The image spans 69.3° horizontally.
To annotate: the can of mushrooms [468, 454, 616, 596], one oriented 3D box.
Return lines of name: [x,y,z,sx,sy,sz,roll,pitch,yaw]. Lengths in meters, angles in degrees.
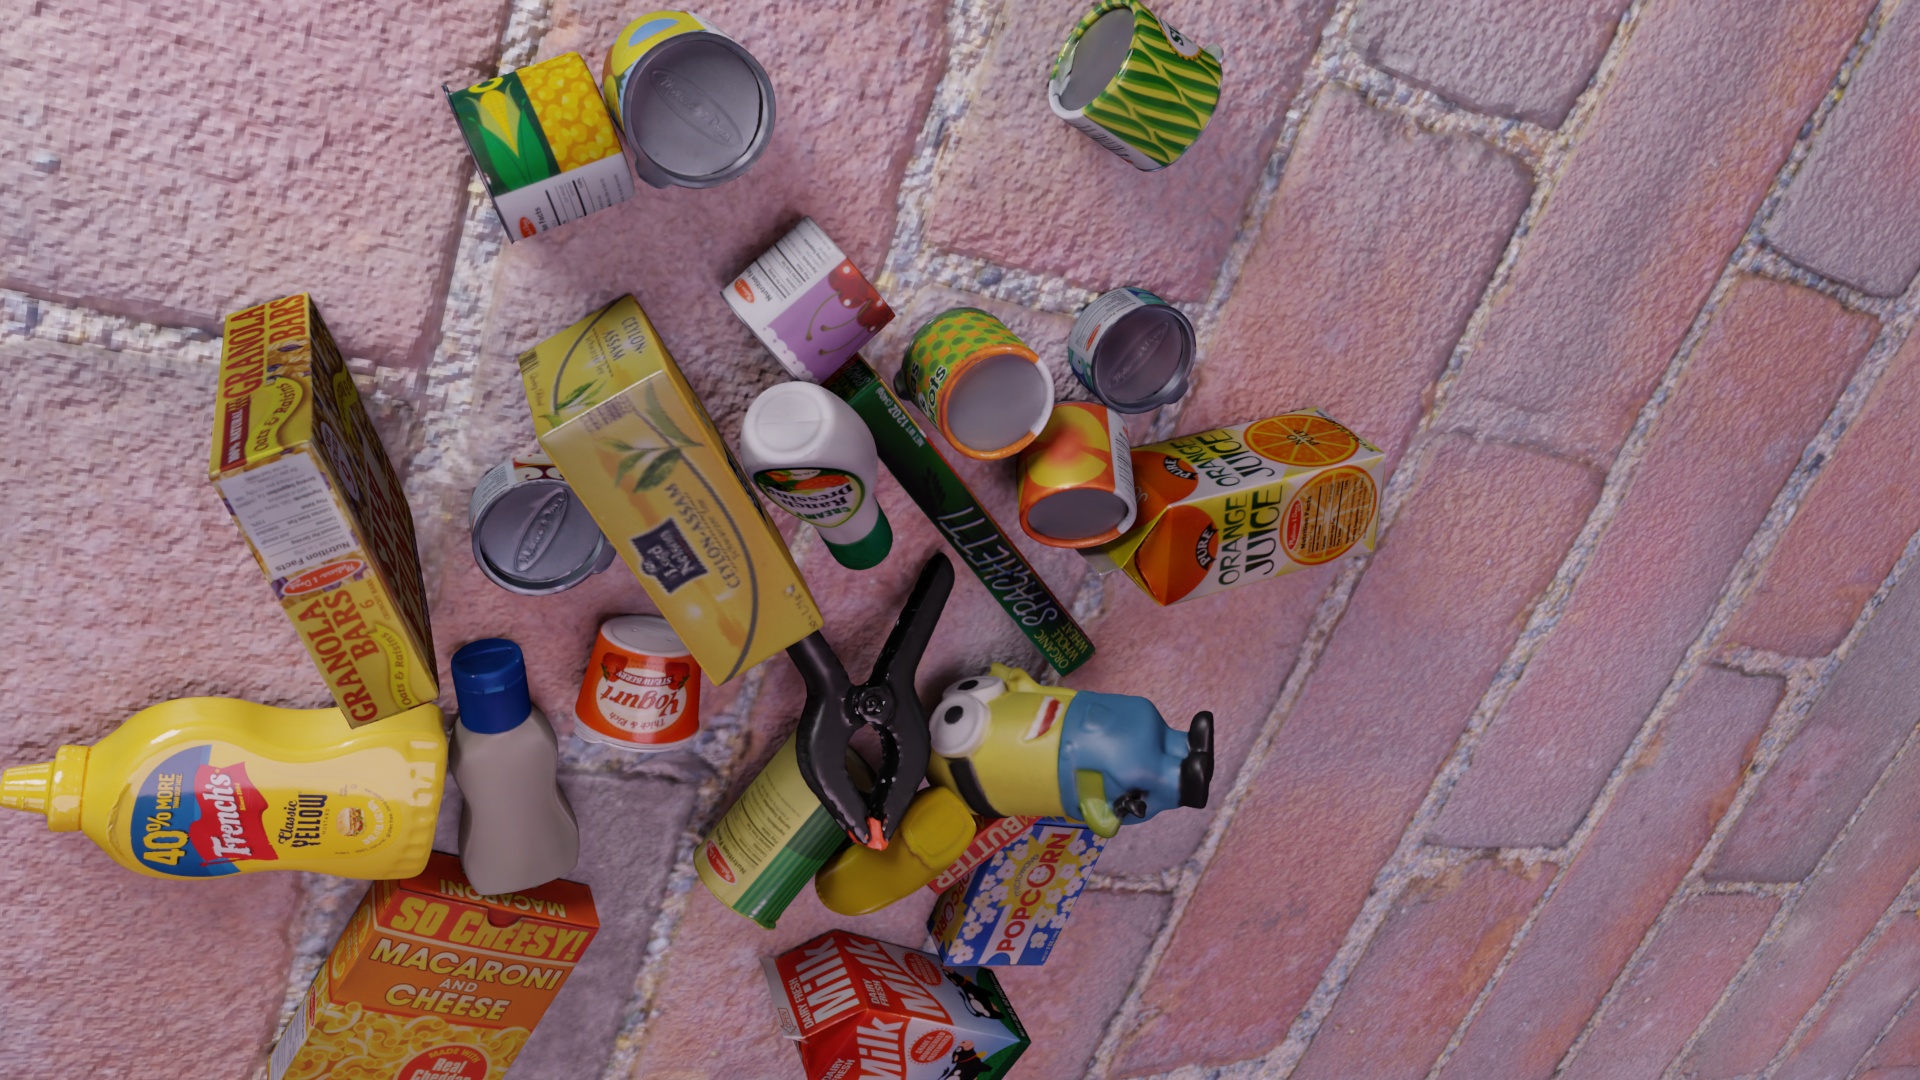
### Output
can of mushrooms: [-0.210,-0.007,0.699,0.071,0.033,0.070,-12,122,-19]

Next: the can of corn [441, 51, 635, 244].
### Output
can of corn: [-0.180,-0.171,0.596,0.058,0.071,0.070,-24,126,-11]

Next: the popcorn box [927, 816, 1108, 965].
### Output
popcorn box: [0.040,0.233,0.957,0.085,0.038,0.126,10,113,-31]

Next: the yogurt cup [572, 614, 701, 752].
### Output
yogurt cup: [-0.171,0.075,0.749,0.072,0.072,0.053,5,108,-27]

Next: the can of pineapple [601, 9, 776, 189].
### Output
can of pineapple: [-0.122,-0.194,0.613,0.071,0.058,0.070,-11,123,-18]

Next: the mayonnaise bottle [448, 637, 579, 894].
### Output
mayonnaise bottle: [-0.247,0.123,0.756,0.065,0.041,0.147,-12,122,-22]

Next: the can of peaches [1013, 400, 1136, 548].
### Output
can of peaches: [0.061,-0.035,0.779,0.071,0.058,0.071,-2,148,-1]

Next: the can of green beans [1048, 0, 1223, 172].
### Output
can of green beans: [0.086,-0.226,0.687,0.058,0.071,0.071,22,108,-33]

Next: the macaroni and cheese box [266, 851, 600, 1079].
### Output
macaroni and cheese box: [-0.307,0.265,0.812,0.123,0.040,0.166,24,106,-35]

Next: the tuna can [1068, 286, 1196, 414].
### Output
tuna can: [0.098,-0.106,0.785,0.071,0.033,0.070,-12,123,-18]

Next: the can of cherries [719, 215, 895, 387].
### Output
can of cherries: [-0.073,-0.114,0.680,0.058,0.072,0.071,-42,127,2]

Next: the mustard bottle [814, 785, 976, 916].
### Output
mustard bottle: [-0.053,0.201,0.861,0.065,0.049,0.159,-34,175,-43]

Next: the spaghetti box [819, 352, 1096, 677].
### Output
spaghetti box: [0.003,-0.010,0.787,0.028,0.050,0.249,-39,127,0]

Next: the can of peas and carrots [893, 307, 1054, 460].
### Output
can of peas and carrots: [0.007,-0.083,0.740,0.071,0.059,0.070,-12,122,-19]

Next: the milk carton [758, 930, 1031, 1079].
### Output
milk carton: [-0.052,0.327,0.948,0.190,0.072,0.073,27,106,-34]

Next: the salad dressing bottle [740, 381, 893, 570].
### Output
salad dressing bottle: [-0.067,-0.028,0.712,0.064,0.044,0.147,-4,157,10]

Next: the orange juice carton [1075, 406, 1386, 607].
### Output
orange juice carton: [0.154,-0.018,0.839,0.193,0.072,0.072,-13,123,-18]

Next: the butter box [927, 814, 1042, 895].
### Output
butter box: [0.012,0.178,0.901,0.103,0.053,0.024,-36,129,-1]

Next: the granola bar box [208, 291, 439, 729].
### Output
granola bar box: [-0.265,-0.018,0.584,0.039,0.166,0.123,-21,125,-14]

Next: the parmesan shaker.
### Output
parmesan shaker: [-0.101,0.171,0.833,0.071,0.071,0.103,34,101,-36]
